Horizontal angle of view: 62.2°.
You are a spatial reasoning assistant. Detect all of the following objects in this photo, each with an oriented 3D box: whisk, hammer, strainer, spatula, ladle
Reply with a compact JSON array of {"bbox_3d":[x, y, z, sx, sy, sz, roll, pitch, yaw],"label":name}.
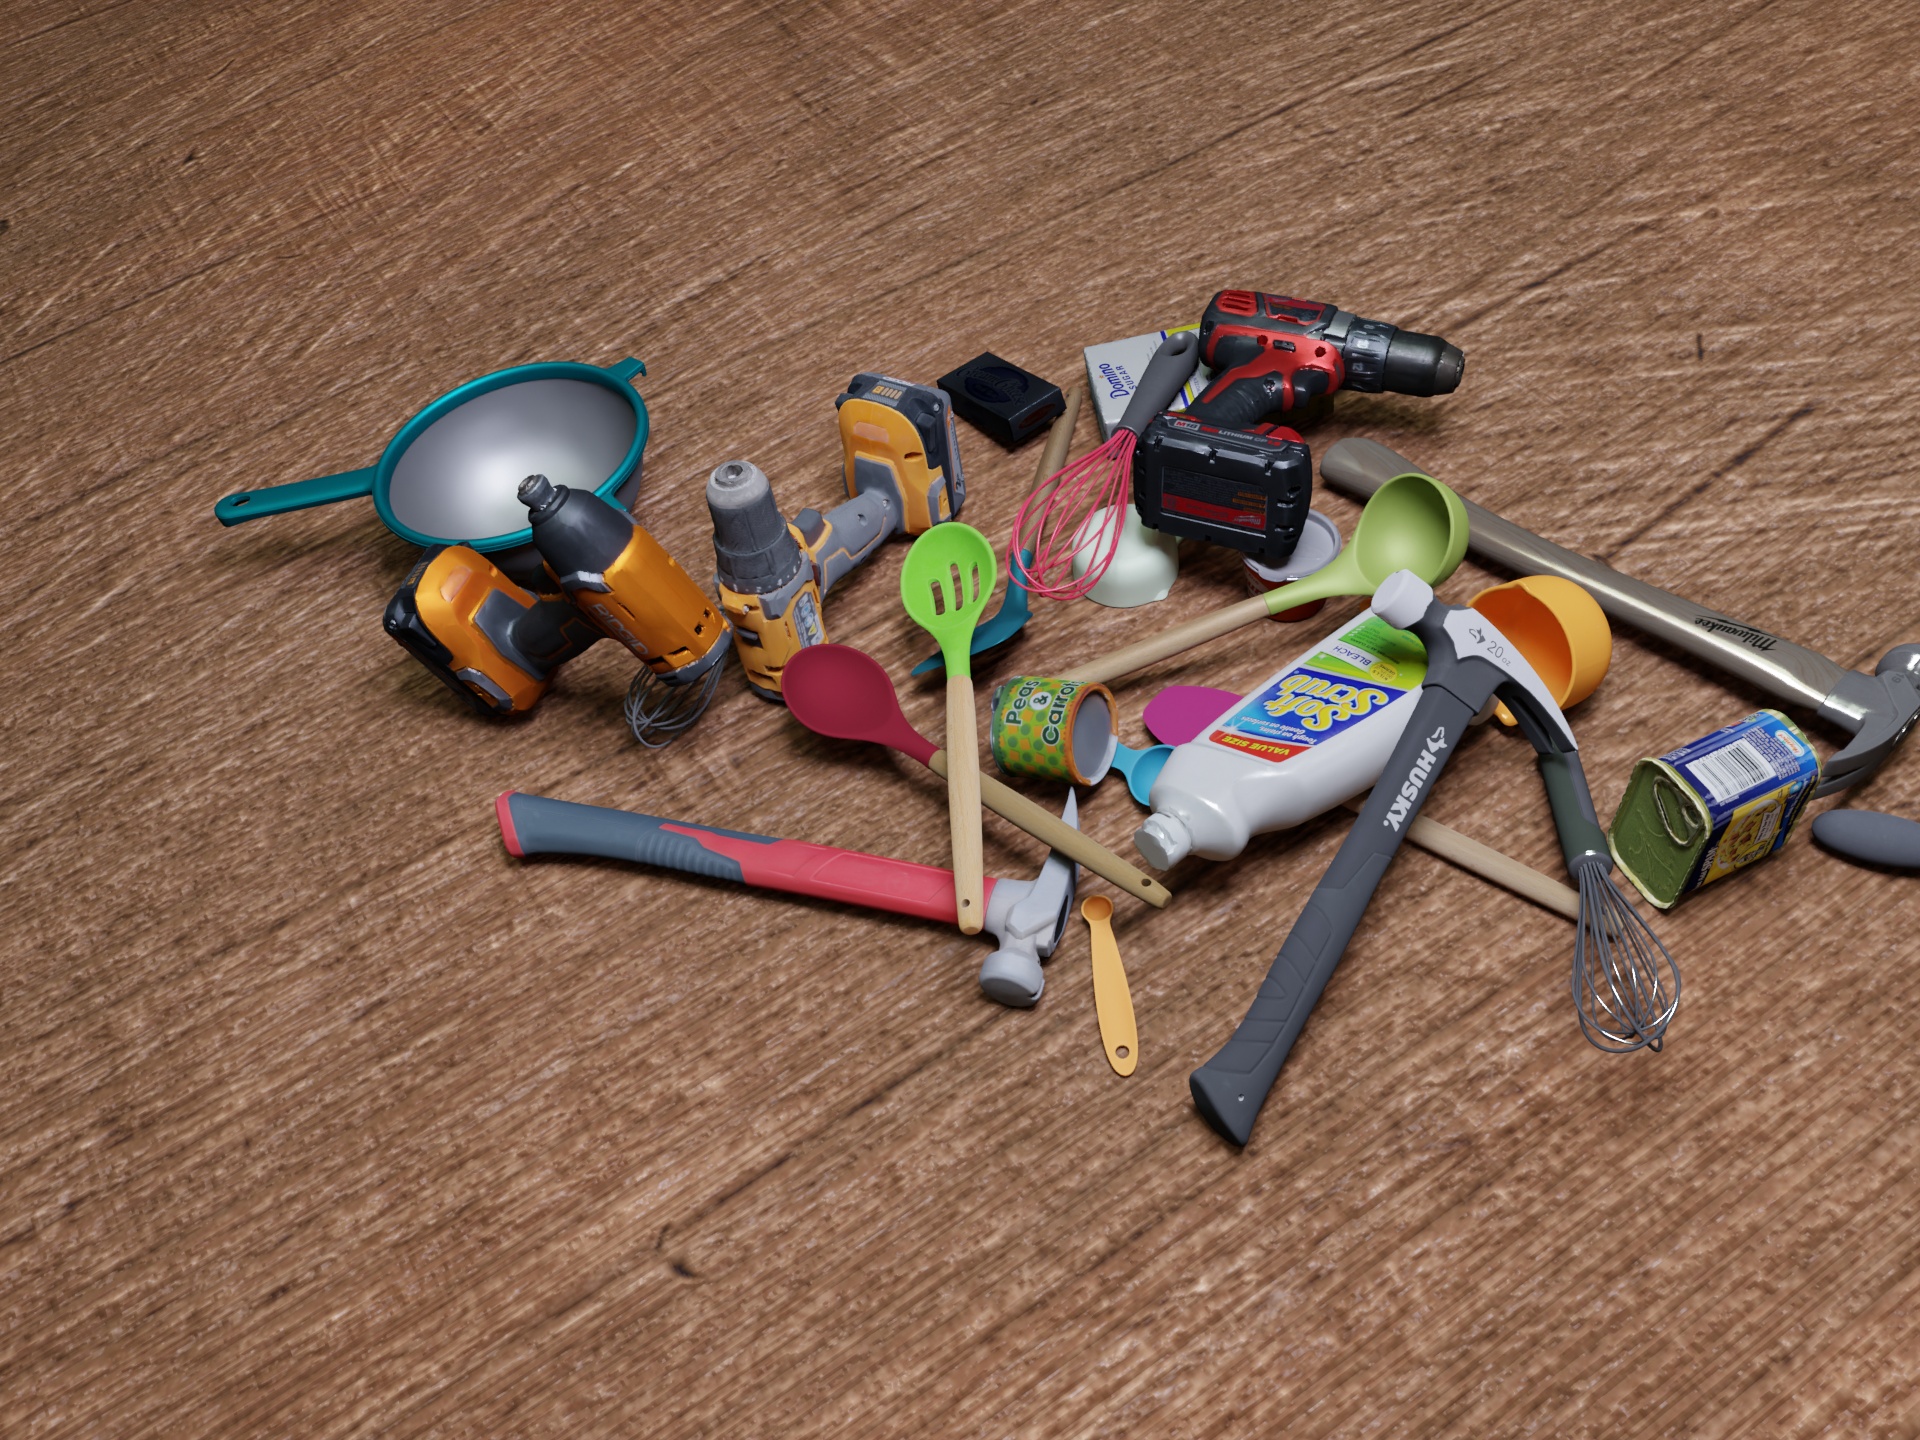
[{"bbox_3d":[0.620,0.091,0.865,0.285,0.070,0.070,13,56,26],"label":"whisk"},{"bbox_3d":[-0.163,-0.070,1.138,0.055,0.055,0.239,19,53,23],"label":"whisk"},{"bbox_3d":[0.357,0.088,0.894,0.059,0.057,0.247,-42,23,33],"label":"whisk"},{"bbox_3d":[0.229,0.088,0.901,0.146,0.035,0.335,35,76,-11],"label":"hammer"},{"bbox_3d":[-0.391,-0.163,1.219,0.340,0.095,0.211,-10,49,5],"label":"strainer"},{"bbox_3d":[0.110,-0.186,1.121,0.073,0.073,0.296,16,52,21],"label":"whisk"},{"bbox_3d":[0.405,-0.087,1.037,0.146,0.038,0.411,-32,50,-32],"label":"hammer"},{"bbox_3d":[0.046,-0.146,1.156,0.082,0.044,0.318,-19,40,38],"label":"spatula"},{"bbox_3d":[0.004,0.034,0.991,0.316,0.031,0.069,31,61,33],"label":"ladle"},{"bbox_3d":[-0.117,0.078,1.015,0.386,0.038,0.143,9,53,17],"label":"hammer"},{"bbox_3d":[0.170,-0.070,1.024,0.320,0.062,0.078,-22,62,13],"label":"ladle"}]

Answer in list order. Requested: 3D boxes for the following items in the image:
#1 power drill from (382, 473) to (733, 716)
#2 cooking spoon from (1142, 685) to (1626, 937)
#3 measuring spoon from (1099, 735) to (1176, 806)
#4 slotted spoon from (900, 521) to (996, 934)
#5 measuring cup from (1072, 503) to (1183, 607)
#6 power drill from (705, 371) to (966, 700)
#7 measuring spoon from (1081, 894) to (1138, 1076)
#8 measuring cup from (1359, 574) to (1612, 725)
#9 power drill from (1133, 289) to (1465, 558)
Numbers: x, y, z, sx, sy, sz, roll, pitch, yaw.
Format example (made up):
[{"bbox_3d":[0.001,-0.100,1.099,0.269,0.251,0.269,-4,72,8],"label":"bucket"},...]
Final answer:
[{"bbox_3d":[-0.278,-0.083,1.048,0.226,0.164,0.084,-9,45,38],"label":"power drill"},{"bbox_3d":[0.252,0.053,0.980,0.319,0.017,0.069,28,51,28],"label":"cooking spoon"},{"bbox_3d":[0.098,0.023,1.036,0.129,0.021,0.042,26,81,37],"label":"measuring spoon"},{"bbox_3d":[-0.002,-0.003,0.991,0.070,0.031,0.314,-19,48,18],"label":"slotted spoon"},{"bbox_3d":[0.152,-0.146,1.140,0.167,0.038,0.083,-36,55,-15],"label":"measuring cup"},{"bbox_3d":[-0.090,-0.149,1.098,0.084,0.185,0.226,20,55,25],"label":"power drill"},{"bbox_3d":[0.088,0.156,0.937,0.021,0.011,0.117,-9,55,3],"label":"measuring spoon"},{"bbox_3d":[0.338,-0.059,1.027,0.052,0.095,0.174,-17,25,-29],"label":"measuring cup"},{"bbox_3d":[0.232,-0.213,1.093,0.188,0.080,0.227,16,50,20],"label":"power drill"}]
